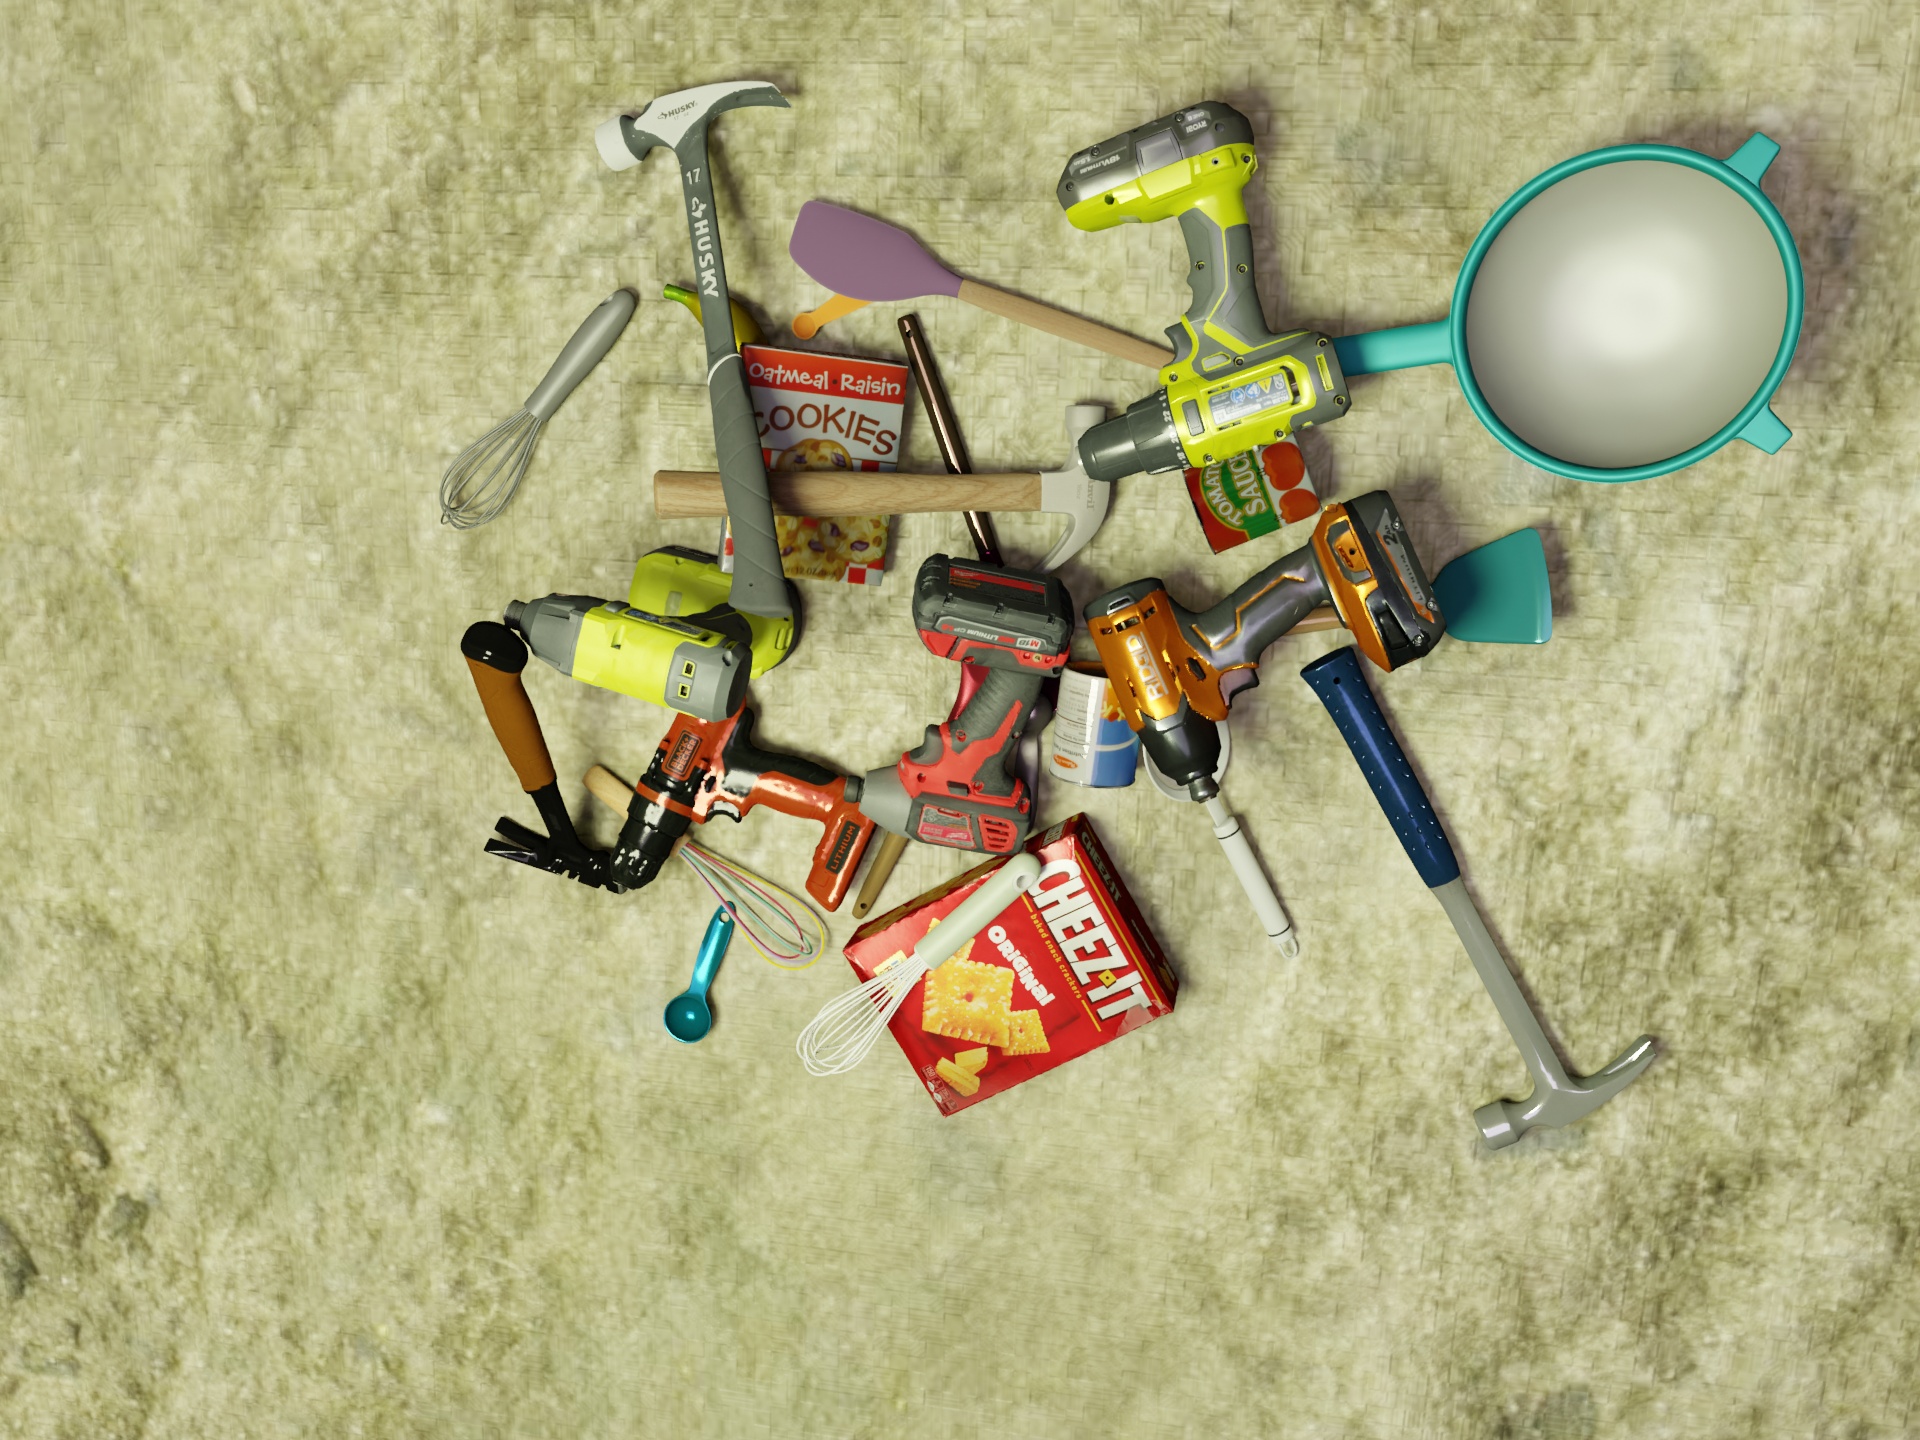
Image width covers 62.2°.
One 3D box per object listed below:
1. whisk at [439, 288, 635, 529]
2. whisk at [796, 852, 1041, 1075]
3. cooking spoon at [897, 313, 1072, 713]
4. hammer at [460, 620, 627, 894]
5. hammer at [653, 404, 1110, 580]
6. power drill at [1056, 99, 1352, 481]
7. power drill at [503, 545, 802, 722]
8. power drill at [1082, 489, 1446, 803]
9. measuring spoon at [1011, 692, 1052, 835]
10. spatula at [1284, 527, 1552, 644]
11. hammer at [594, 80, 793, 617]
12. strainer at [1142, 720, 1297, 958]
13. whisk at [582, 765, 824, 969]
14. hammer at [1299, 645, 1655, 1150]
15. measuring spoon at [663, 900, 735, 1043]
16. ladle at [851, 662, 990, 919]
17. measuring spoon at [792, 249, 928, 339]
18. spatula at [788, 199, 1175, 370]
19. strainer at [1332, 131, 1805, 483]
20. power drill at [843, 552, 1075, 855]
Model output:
[{"bbox_3d":[-0.331,-0.241,1.239,0.055,0.055,0.239,42,103,-1],"label":"whisk"},{"bbox_3d":[-0.032,0.185,1.210,0.246,0.059,0.057,-43,125,10],"label":"whisk"},{"bbox_3d":[0.013,-0.153,1.208,0.069,0.017,0.319,-17,100,15],"label":"cooking spoon"},{"bbox_3d":[-0.328,0.031,1.195,0.127,0.034,0.336,17,149,8],"label":"hammer"},{"bbox_3d":[-0.055,-0.163,1.160,0.331,0.031,0.130,-2,101,-7],"label":"hammer"},{"bbox_3d":[0.149,-0.288,1.105,0.190,0.080,0.228,-16,93,18],"label":"power drill"},{"bbox_3d":[-0.215,-0.068,1.163,0.171,0.223,0.080,17,105,6],"label":"power drill"},{"bbox_3d":[0.218,-0.050,1.117,0.226,0.084,0.164,-23,83,11],"label":"power drill"},{"bbox_3d":[0.051,0.037,1.239,0.034,0.018,0.124,6,111,8],"label":"measuring spoon"},{"bbox_3d":[0.262,-0.077,1.165,0.317,0.044,0.082,-7,88,14],"label":"spatula"},{"bbox_3d":[-0.163,-0.265,1.121,0.149,0.036,0.409,-15,76,19],"label":"hammer"},{"bbox_3d":[0.197,0.076,1.216,0.087,0.050,0.258,-35,103,-27],"label":"strainer"},{"bbox_3d":[-0.213,0.121,1.303,0.245,0.051,0.047,38,113,3],"label":"whisk"},{"bbox_3d":[0.374,0.127,1.196,0.144,0.035,0.405,-28,97,16],"label":"hammer"},{"bbox_3d":[-0.213,0.210,1.341,0.042,0.021,0.128,21,97,6],"label":"measuring spoon"},{"bbox_3d":[-0.017,0.031,1.244,0.069,0.031,0.315,25,112,-6],"label":"ladle"},{"bbox_3d":[-0.075,-0.319,1.191,0.117,0.011,0.021,-27,96,12],"label":"measuring spoon"},{"bbox_3d":[0.024,-0.306,1.166,0.316,0.018,0.059,20,101,4],"label":"spatula"},{"bbox_3d":[0.386,-0.264,1.085,0.340,0.095,0.211,-2,101,31],"label":"strainer"},{"bbox_3d":[-0.002,-0.004,1.173,0.143,0.079,0.219,11,119,-5],"label":"power drill"}]
